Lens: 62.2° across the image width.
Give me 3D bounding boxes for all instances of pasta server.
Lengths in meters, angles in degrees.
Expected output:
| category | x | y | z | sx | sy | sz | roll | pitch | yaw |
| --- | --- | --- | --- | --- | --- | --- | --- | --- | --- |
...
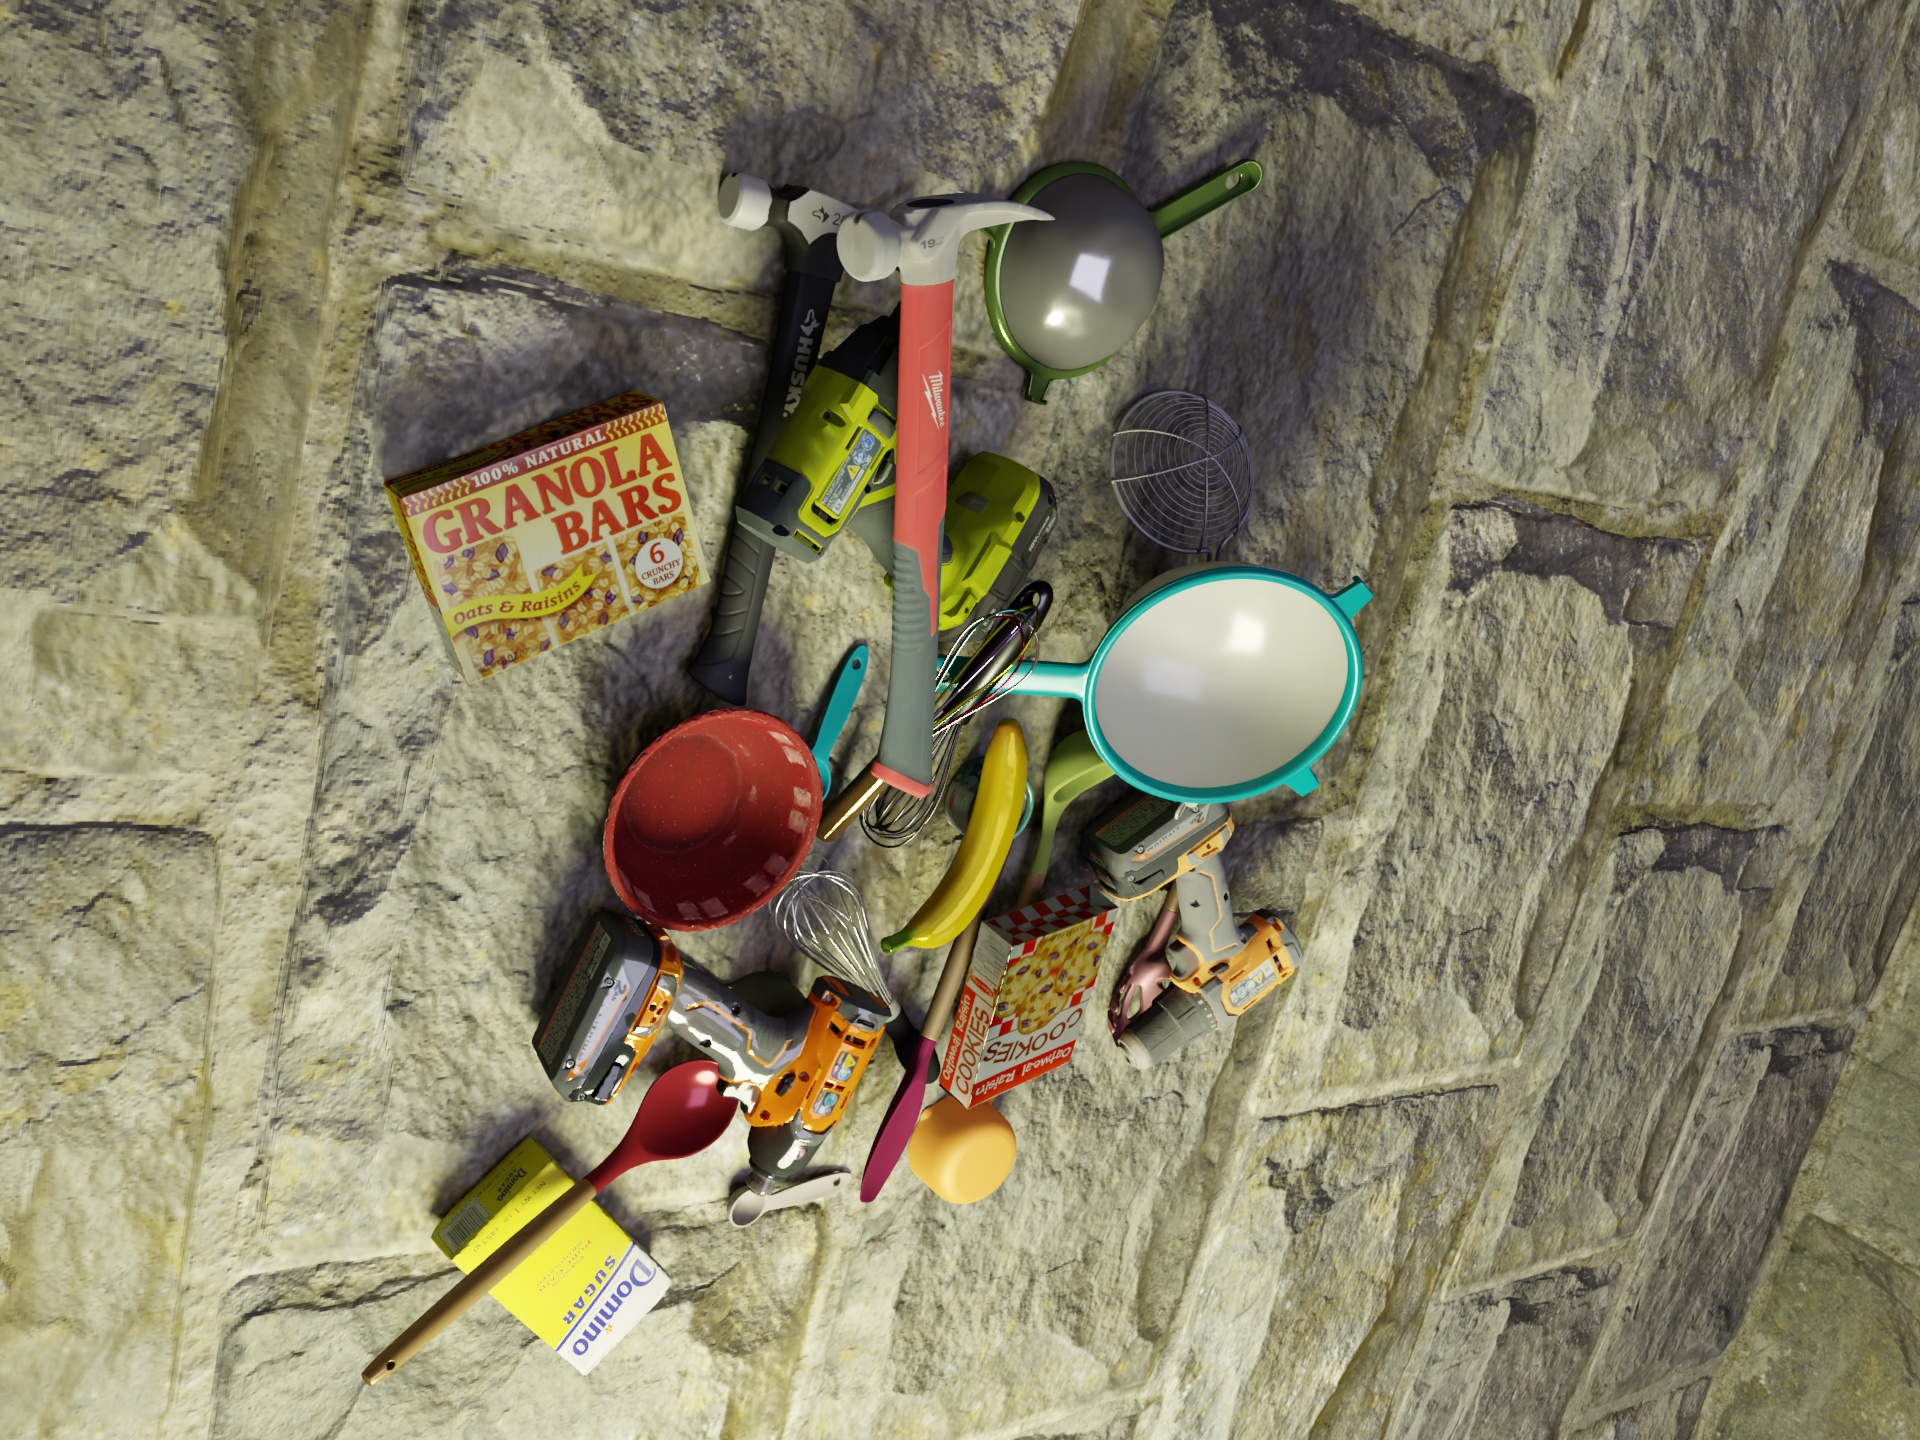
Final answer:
| category | x | y | z | sx | sy | sz | roll | pitch | yaw |
| --- | --- | --- | --- | --- | --- | --- | --- | --- | --- |
| pasta server | 0.203 | 0.147 | 1.421 | 0.060 | 0.040 | 0.316 | 20 | 96 | -25 |

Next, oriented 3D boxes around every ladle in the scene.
| category | x | y | z | sx | sy | sz | roll | pitch | yaw |
| --- | --- | --- | --- | --- | --- | --- | --- | --- | --- |
| ladle | 0.065 | 0.153 | 1.306 | 0.078 | 0.062 | 0.320 | -5 | 117 | -57 |
| ladle | -0.271 | 0.335 | 1.082 | 0.315 | 0.031 | 0.069 | -37 | 110 | -42 |

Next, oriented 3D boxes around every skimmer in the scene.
| category | x | y | z | sx | sy | sz | roll | pitch | yaw |
| --- | --- | --- | --- | --- | --- | --- | --- | --- | --- |
| skimmer | 0.184 | -0.092 | 1.306 | 0.127 | 0.090 | 0.362 | -27 | 134 | -23 |

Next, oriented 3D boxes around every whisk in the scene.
| category | x | y | z | sx | sy | sz | roll | pitch | yaw |
| --- | --- | --- | --- | --- | --- | --- | --- | --- | --- |
| whisk | -0.070 | 0.202 | 1.225 | 0.070 | 0.070 | 0.284 | -41 | 133 | -16 |
| whisk | -0.027 | 0.006 | 1.116 | 0.051 | 0.047 | 0.245 | 12 | 130 | -49 |
| whisk | -0.002 | -0.003 | 1.153 | 0.055 | 0.055 | 0.239 | 16 | 117 | -41 |

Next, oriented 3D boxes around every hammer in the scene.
| category | x | y | z | sx | sy | sz | roll | pitch | yaw |
| --- | --- | --- | --- | --- | --- | --- | --- | --- | --- |
| hammer | -0.014 | -0.128 | 0.996 | 0.143 | 0.038 | 0.386 | -23 | 128 | -38 |
| hammer | -0.118 | -0.170 | 1.034 | 0.146 | 0.035 | 0.334 | 3 | 107 | -38 |

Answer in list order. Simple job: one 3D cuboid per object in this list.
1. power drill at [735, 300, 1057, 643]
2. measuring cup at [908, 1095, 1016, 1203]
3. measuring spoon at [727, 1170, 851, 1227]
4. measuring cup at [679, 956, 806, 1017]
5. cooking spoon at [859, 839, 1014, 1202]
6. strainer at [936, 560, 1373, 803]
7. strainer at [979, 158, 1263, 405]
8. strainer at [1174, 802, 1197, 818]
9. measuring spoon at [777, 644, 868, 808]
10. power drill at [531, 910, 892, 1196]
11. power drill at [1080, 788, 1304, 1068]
| category | x | y | z | sx | sy | sz | roll | pitch | yaw |
| --- | --- | --- | --- | --- | --- | --- | --- | --- | --- |
| power drill | -0.031 | -0.155 | 1.046 | 0.171 | 0.080 | 0.223 | -59 | 144 | -2 |
| measuring cup | 0.034 | 0.338 | 1.364 | 0.173 | 0.052 | 0.095 | -45 | 130 | -10 |
| measuring spoon | -0.139 | 0.378 | 1.279 | 0.124 | 0.018 | 0.034 | -1 | 110 | -45 |
| measuring cup | -0.171 | 0.207 | 1.157 | 0.083 | 0.038 | 0.167 | -54 | 132 | -6 |
| cooking spoon | -0.016 | 0.226 | 1.256 | 0.319 | 0.017 | 0.068 | -68 | 159 | -9 |
| strainer | 0.130 | -0.048 | 1.215 | 0.340 | 0.095 | 0.210 | 3 | 125 | -6 |
| strainer | 0.136 | -0.338 | 1.131 | 0.256 | 0.069 | 0.151 | -34 | 127 | -20 |
| strainer | 0.245 | -0.012 | 1.335 | 0.258 | 0.050 | 0.086 | -52 | 164 | -25 |
| measuring spoon | -0.099 | 0.003 | 1.143 | 0.042 | 0.021 | 0.128 | 28 | 82 | -41 |
| power drill | -0.174 | 0.237 | 1.106 | 0.226 | 0.084 | 0.164 | 25 | 91 | -30 |
| power drill | 0.183 | 0.177 | 1.364 | 0.185 | 0.084 | 0.226 | -35 | 116 | -13 |
